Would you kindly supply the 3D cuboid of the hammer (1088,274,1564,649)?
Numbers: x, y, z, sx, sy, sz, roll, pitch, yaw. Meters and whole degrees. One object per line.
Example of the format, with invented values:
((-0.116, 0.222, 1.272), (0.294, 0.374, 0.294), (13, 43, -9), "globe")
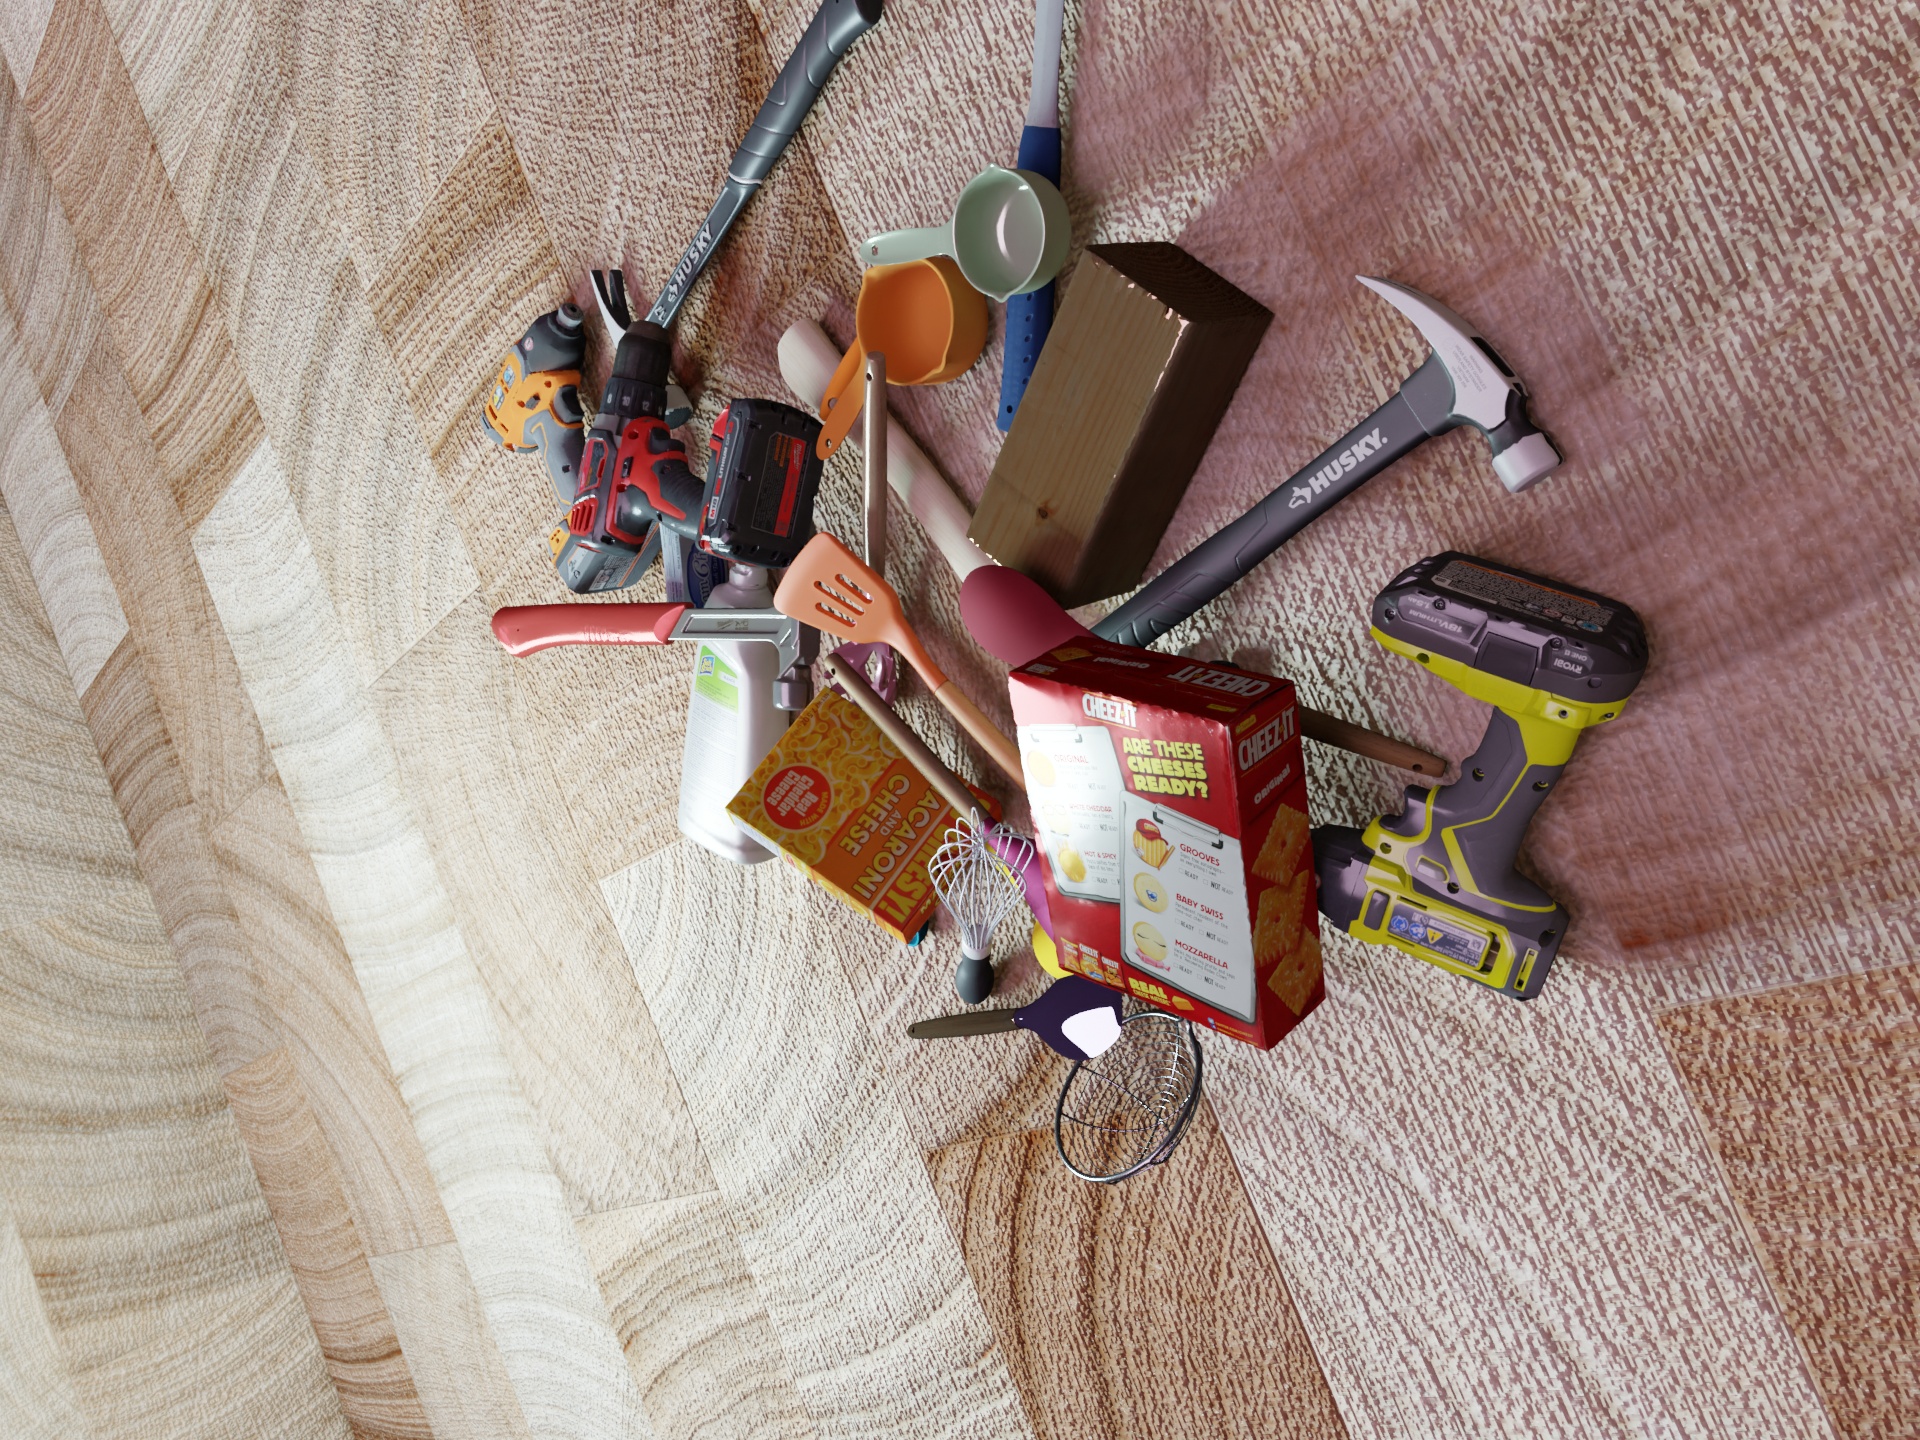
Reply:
((0.174, -0.116, 0.940), (0.334, 0.035, 0.146), (-38, 76, 37), "hammer")

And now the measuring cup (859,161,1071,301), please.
((0.002, -0.308, 1.020), (0.168, 0.038, 0.083), (9, 110, 44), "measuring cup")

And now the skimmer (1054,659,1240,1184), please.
((0.126, 0.137, 1.058), (0.127, 0.090, 0.363), (-133, 44, -62), "skimmer")

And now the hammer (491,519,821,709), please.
((-0.259, -0.089, 1.312), (0.359, 0.036, 0.149), (3, 95, 36), "hammer")

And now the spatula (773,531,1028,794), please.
((-0.002, -0.004, 1.136), (0.323, 0.041, 0.081), (46, 125, 9), "spatula")

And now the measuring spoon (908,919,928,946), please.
((-0.064, 0.139, 1.304), (0.129, 0.021, 0.042), (38, 140, 41), "measuring spoon")

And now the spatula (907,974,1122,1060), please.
((0.033, 0.225, 1.180), (0.316, 0.018, 0.060), (-24, 62, 60), "spatula")

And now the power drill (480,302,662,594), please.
((-0.336, -0.244, 1.397), (0.164, 0.084, 0.227), (-46, 67, 42), "power drill")

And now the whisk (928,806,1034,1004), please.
((0.014, 0.145, 1.132), (0.070, 0.070, 0.284), (47, 160, 23), "whisk")

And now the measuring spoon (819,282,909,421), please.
((-0.069, -0.266, 1.147), (0.021, 0.011, 0.117), (40, 107, 26), "measuring spoon")

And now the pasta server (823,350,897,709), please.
((-0.067, -0.121, 1.151), (0.060, 0.040, 0.316), (26, 137, 23), "pasta server")

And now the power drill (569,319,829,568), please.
((-0.207, -0.211, 1.217), (0.227, 0.080, 0.188), (13, 92, 41), "power drill")

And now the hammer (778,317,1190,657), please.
((-0.002, -0.143, 1.131), (0.411, 0.038, 0.146), (53, 132, 18), "hammer")

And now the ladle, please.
((0.138, -0.023, 0.965), (0.315, 0.031, 0.069), (20, 133, 14), "ladle")

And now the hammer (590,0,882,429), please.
((-0.174, -0.405, 1.215), (0.409, 0.036, 0.149), (-43, 71, 43), "hammer")

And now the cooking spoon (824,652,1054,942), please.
((0.001, 0.057, 1.137), (0.319, 0.017, 0.068), (46, 134, 25), "cooking spoon")

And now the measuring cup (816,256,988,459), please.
((-0.044, -0.248, 1.117), (0.095, 0.052, 0.173), (53, 129, 18), "measuring cup")

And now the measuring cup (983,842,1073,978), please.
((0.046, 0.130, 1.177), (0.157, 0.029, 0.062), (45, 130, 22), "measuring cup")

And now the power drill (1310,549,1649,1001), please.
((0.268, 0.030, 0.877), (0.171, 0.080, 0.223), (22, 120, 23), "power drill")

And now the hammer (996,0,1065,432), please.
((0.048, -0.385, 1.000), (0.144, 0.035, 0.405), (21, 117, 38), "hammer")
